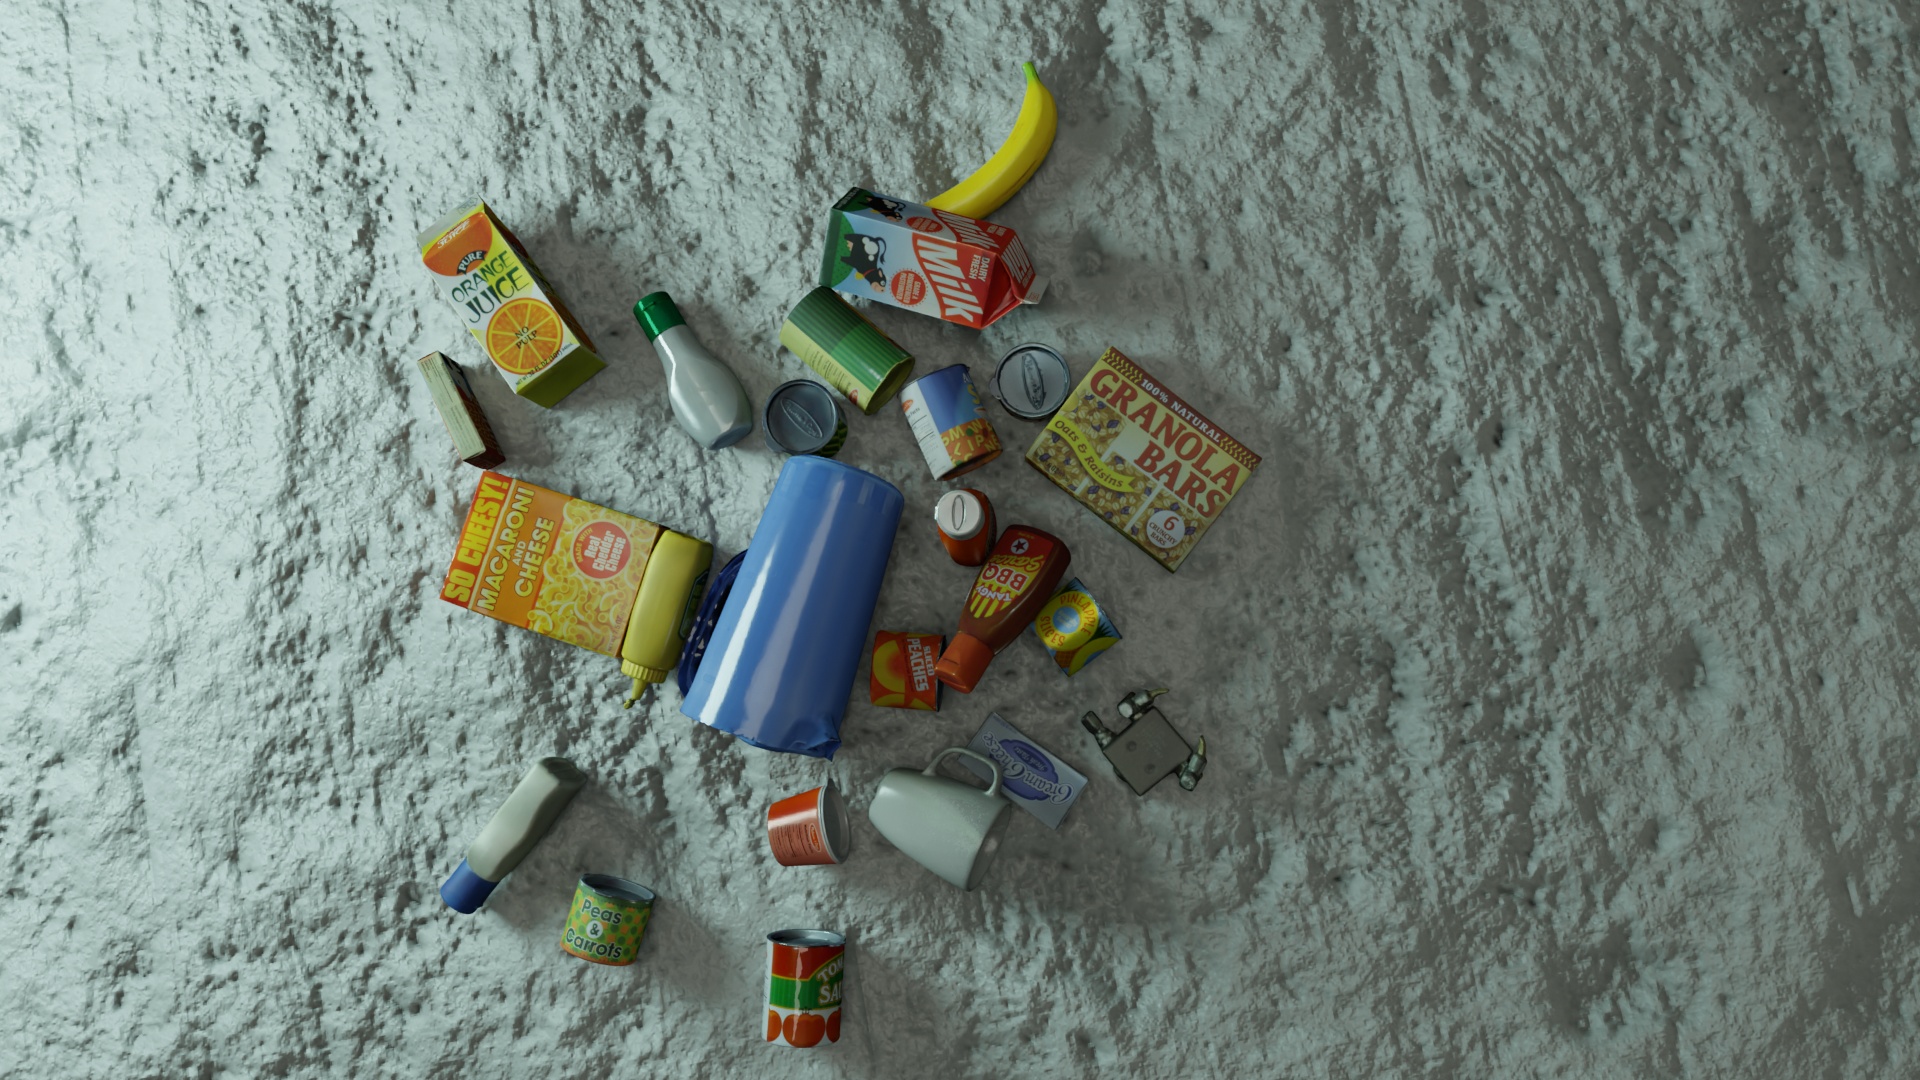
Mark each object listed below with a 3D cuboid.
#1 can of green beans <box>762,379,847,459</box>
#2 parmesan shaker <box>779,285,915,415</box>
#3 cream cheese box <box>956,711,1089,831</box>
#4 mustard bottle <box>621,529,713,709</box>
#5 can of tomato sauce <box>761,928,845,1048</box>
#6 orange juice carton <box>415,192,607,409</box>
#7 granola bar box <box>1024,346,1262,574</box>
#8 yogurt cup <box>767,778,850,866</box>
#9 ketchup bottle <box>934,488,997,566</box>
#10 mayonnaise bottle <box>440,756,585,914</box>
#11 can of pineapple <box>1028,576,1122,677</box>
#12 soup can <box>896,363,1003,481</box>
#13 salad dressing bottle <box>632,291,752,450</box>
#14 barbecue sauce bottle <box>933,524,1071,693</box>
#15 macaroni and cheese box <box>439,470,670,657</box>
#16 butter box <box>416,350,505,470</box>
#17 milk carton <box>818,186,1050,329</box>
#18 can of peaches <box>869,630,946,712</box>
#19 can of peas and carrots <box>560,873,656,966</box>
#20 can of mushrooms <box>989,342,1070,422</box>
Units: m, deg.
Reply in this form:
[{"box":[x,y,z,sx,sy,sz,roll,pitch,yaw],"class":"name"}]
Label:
[{"box":[-0.135,-0.103,1.217,0.071,0.058,0.071,0,84,4],"class":"can of green beans"},{"box":[-0.099,-0.168,1.215,0.103,0.071,0.071,41,88,7],"class":"parmesan shaker"},{"box":[0.054,0.197,1.191,0.104,0.024,0.053,35,88,6],"class":"cream cheese box"},{"box":[-0.260,0.072,1.206,0.049,0.065,0.160,18,91,3],"class":"mustard bottle"},{"box":[-0.130,0.374,1.163,0.071,0.071,0.083,3,85,4],"class":"can of tomato sauce"},{"box":[-0.407,-0.218,1.239,0.072,0.073,0.193,-37,83,0],"class":"orange juice carton"},{"box":[0.157,-0.070,1.205,0.165,0.039,0.124,38,87,6],"class":"granola bar box"},{"box":[-0.129,0.245,1.179,0.054,0.072,0.072,-13,84,11],"class":"yogurt cup"},{"box":[0.004,-0.014,1.154,0.043,0.148,0.065,2,85,5],"class":"ketchup bottle"},{"box":[-0.388,0.254,1.196,0.041,0.065,0.148,40,92,10],"class":"mayonnaise bottle"},{"box":[0.095,0.073,1.179,0.058,0.071,0.071,-37,83,0],"class":"can of pineapple"},{"box":[-0.006,-0.103,1.206,0.071,0.071,0.084,-25,84,1],"class":"soup can"},{"box":[-0.240,-0.152,1.237,0.064,0.044,0.148,-32,82,2],"class":"salad dressing bottle"},{"box":[0.031,0.058,1.157,0.065,0.043,0.149,17,64,36],"class":"barbecue sauce bottle"},{"box":[-0.357,0.021,1.228,0.166,0.040,0.124,17,86,5],"class":"macaroni and cheese box"},{"box":[-0.446,-0.115,1.241,0.024,0.053,0.103,-27,84,-2],"class":"butter box"},{"box":[-0.019,-0.241,1.204,0.191,0.073,0.073,16,122,5],"class":"milk carton"},{"box":[-0.044,0.110,1.183,0.058,0.071,0.071,5,85,5],"class":"can of peaches"},{"box":[-0.299,0.322,1.177,0.071,0.071,0.059,16,86,5],"class":"can of peas and carrots"},{"box":[0.061,-0.138,1.221,0.071,0.033,0.071,0,85,3],"class":"can of mushrooms"}]
